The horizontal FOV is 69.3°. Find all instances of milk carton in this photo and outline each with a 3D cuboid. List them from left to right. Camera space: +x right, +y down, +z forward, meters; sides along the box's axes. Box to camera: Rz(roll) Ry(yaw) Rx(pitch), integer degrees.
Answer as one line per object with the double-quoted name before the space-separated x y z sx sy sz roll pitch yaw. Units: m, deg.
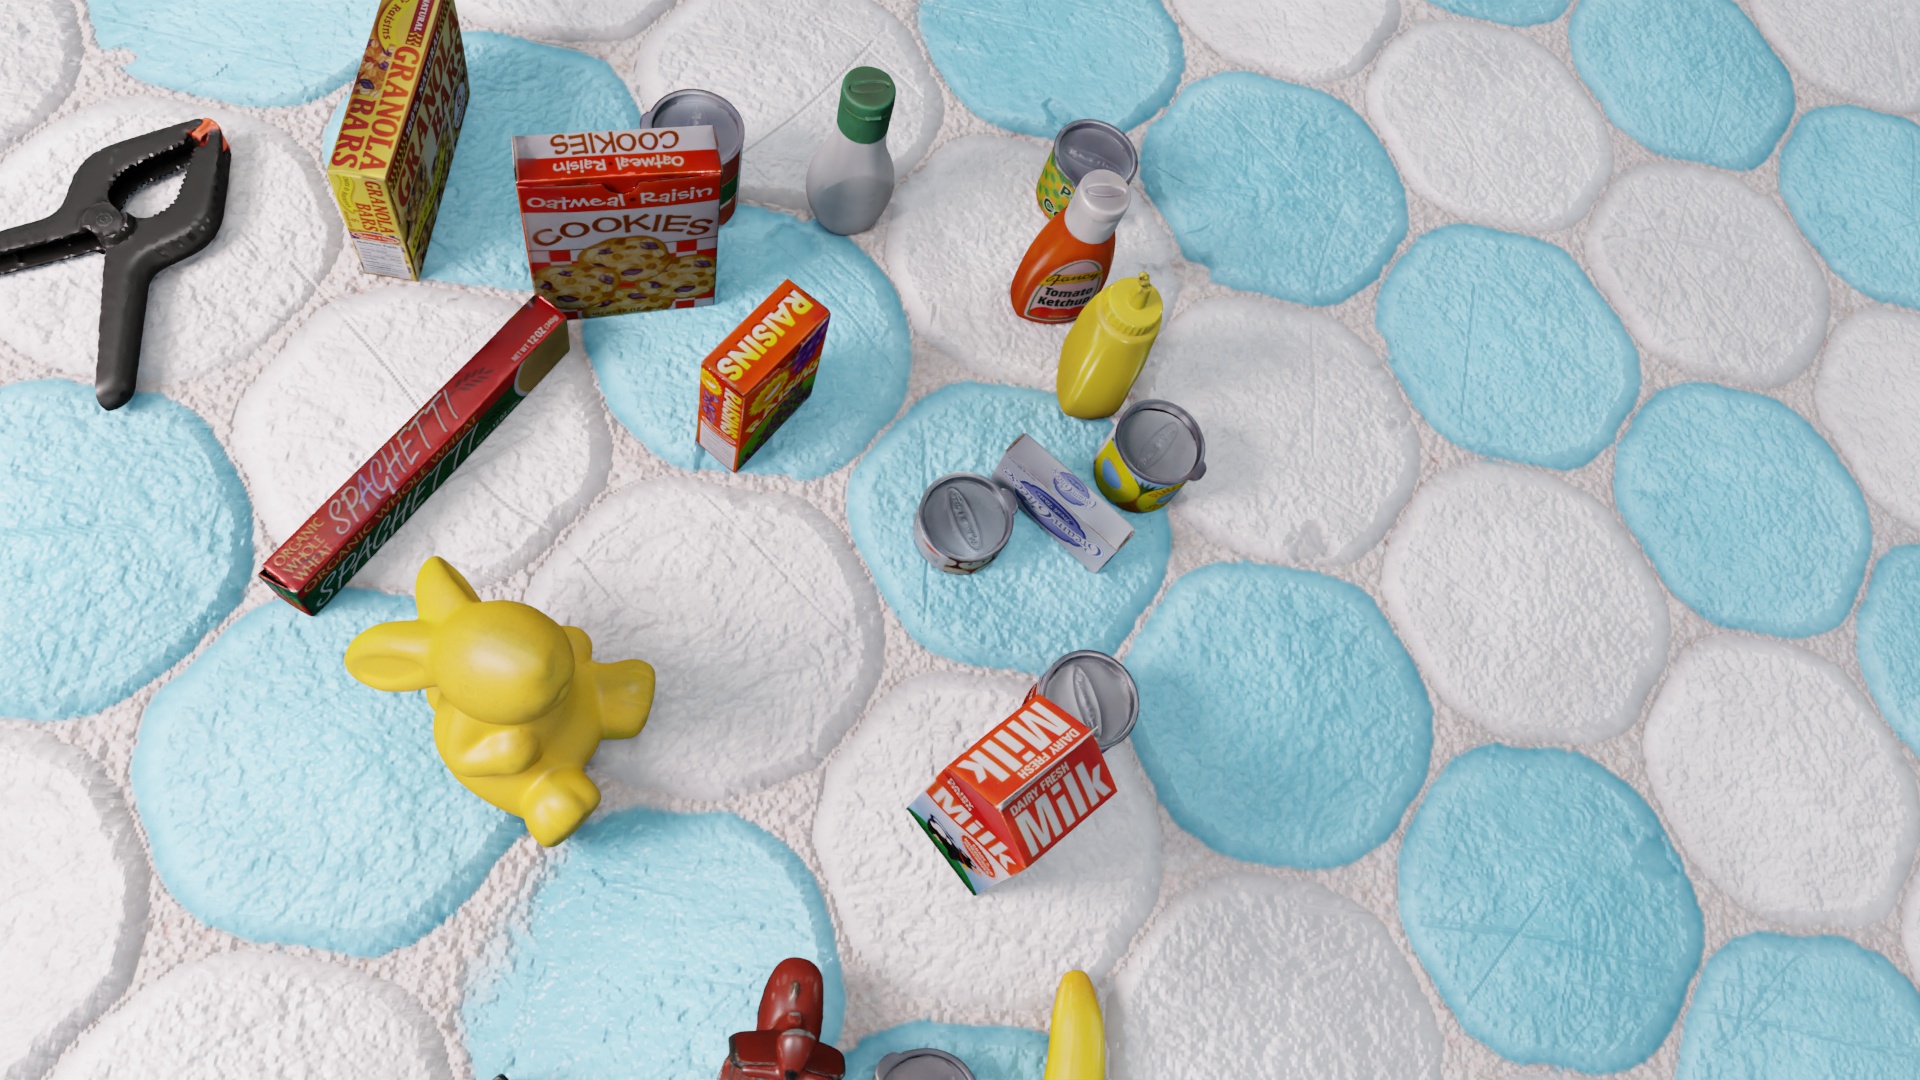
"milk carton" 0.030 0.150 0.818 0.072 0.189 0.073 -36 81 -22

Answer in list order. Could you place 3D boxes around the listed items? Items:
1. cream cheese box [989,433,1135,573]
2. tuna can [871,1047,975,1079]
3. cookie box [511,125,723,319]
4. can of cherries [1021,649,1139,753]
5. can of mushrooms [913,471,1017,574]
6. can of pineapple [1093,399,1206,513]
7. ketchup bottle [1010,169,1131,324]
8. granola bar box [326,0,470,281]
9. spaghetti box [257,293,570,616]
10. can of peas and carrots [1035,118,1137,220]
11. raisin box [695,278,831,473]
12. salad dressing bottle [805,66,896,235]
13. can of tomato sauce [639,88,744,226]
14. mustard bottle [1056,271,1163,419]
"cream cheese box" 0.070 -0.025 0.969 0.104 0.053 0.024 42 67 5
"tuna can" -0.024 0.333 0.822 0.071 0.032 0.071 4 69 -11
"cookie box" -0.222 -0.204 0.912 0.123 0.166 0.040 -8 72 -15
"can of cherries" 0.075 0.111 0.915 0.071 0.058 0.072 4 69 -11
"can of mushrooms" 0.003 -0.012 0.960 0.071 0.033 0.071 4 69 -11
"can of pineapple" 0.135 -0.058 0.994 0.071 0.057 0.071 4 69 -11
"ketchup bottle" 0.082 -0.208 0.990 0.065 0.148 0.043 -3 71 -13
"granola bar box" -0.371 -0.276 0.931 0.039 0.123 0.166 9 68 -9
"spaghetti box" -0.344 -0.057 0.893 0.029 0.050 0.251 35 66 2
"can of peas and carrots" 0.096 -0.278 1.070 0.071 0.058 0.071 4 69 -11
"raisin box" -0.132 -0.106 0.918 0.040 0.123 0.086 39 67 4
"salad dressing bottle" -0.074 -0.274 0.982 0.064 0.147 0.044 -9 72 -15
"can of tomato sauce" -0.191 -0.268 0.990 0.071 0.082 0.071 4 69 -11
"mustard bottle" 0.107 -0.140 0.963 0.049 0.159 0.065 4 69 -11
